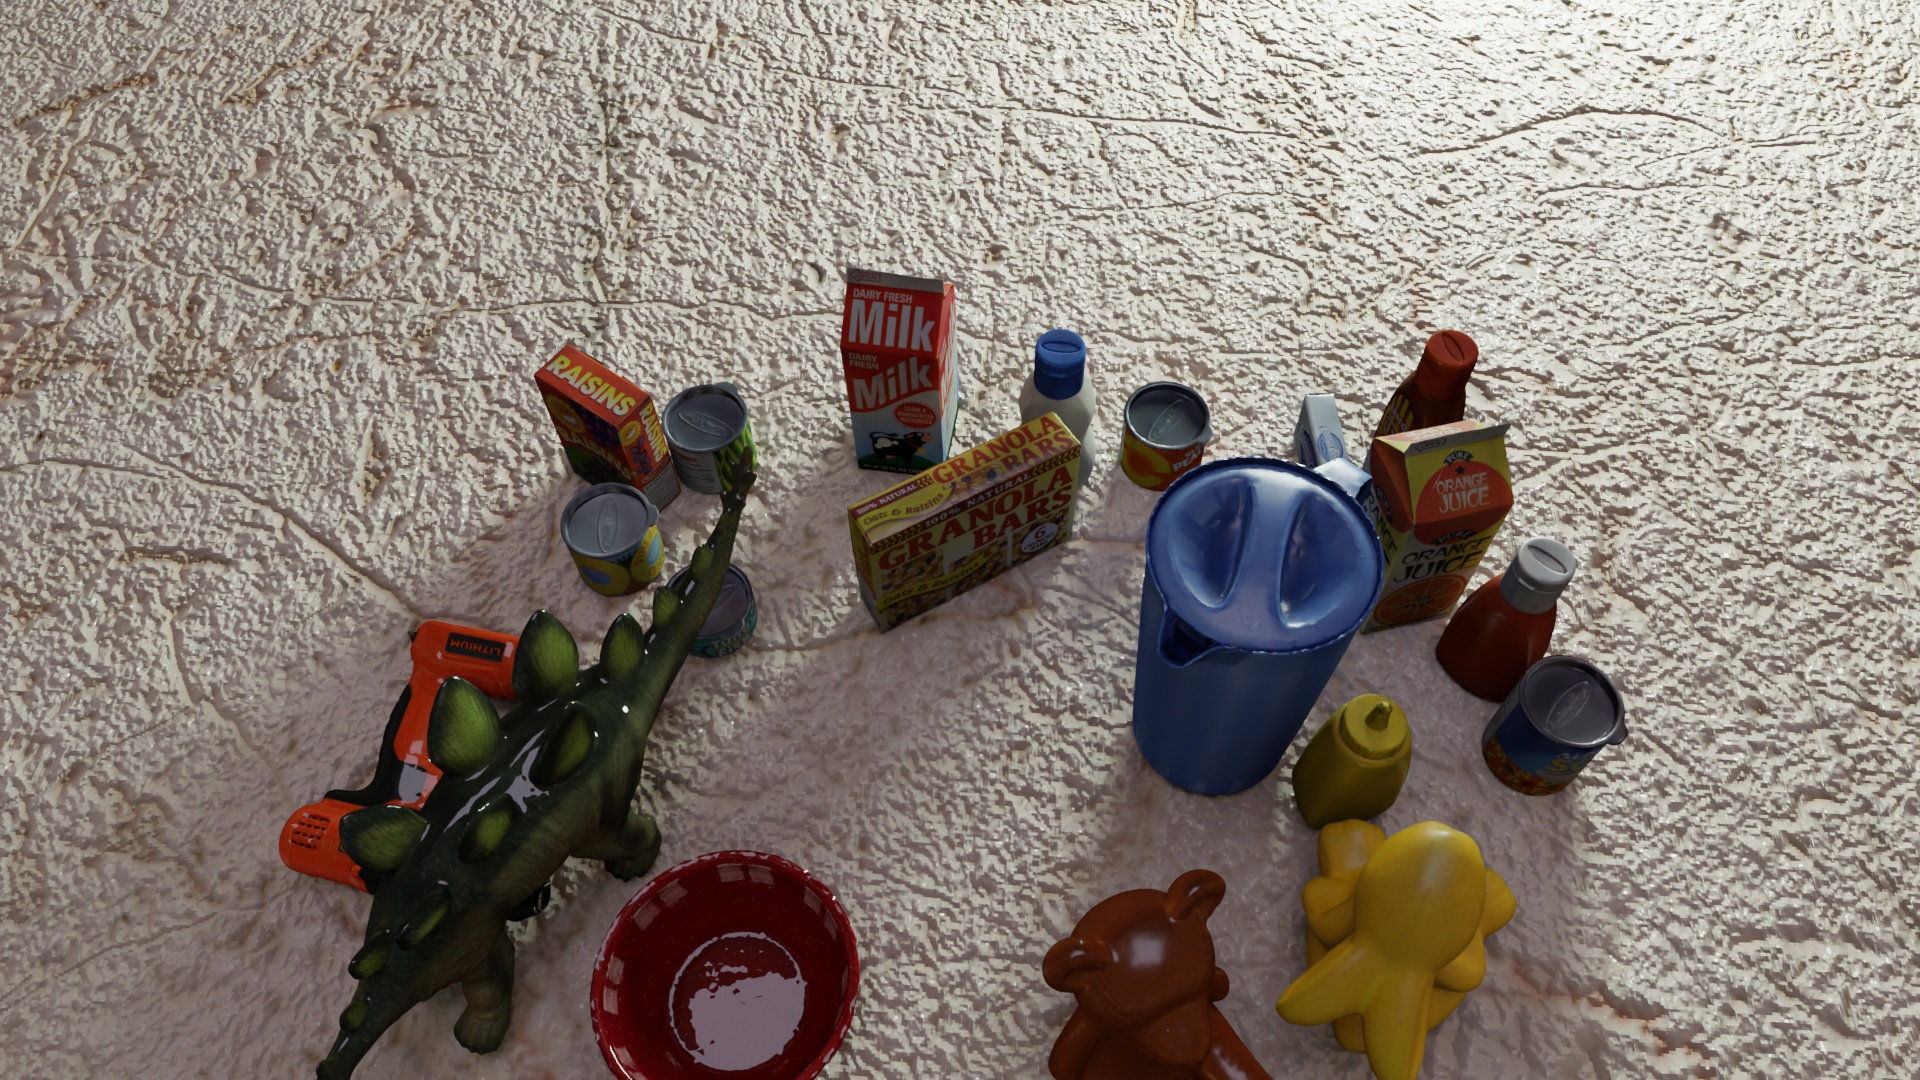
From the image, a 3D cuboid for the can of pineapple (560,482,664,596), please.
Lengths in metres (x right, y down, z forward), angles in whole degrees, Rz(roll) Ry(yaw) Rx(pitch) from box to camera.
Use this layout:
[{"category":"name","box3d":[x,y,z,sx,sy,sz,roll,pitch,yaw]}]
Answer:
[{"category":"can of pineapple","box3d":[-0.255,0.000,1.029,0.071,0.057,0.071,0,57,1]}]

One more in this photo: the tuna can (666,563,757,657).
[{"category":"tuna can","box3d":[-0.180,0.052,1.010,0.071,0.032,0.071,0,57,1]}]

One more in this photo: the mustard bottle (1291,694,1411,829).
[{"category":"mustard bottle","box3d":[0.252,0.135,0.876,0.065,0.159,0.049,-11,58,-6]}]

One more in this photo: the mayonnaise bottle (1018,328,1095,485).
[{"category":"mayonnaise bottle","box3d":[0.072,-0.097,1.034,0.065,0.147,0.041,6,58,5]}]

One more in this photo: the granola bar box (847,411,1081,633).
[{"category":"granola bar box","box3d":[0.004,-0.012,0.995,0.166,0.123,0.039,-26,61,-15]}]

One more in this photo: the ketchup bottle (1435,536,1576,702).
[{"category":"ketchup bottle","box3d":[0.369,0.052,0.934,0.044,0.148,0.065,-40,65,-22]}]

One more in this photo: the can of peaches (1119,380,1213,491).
[{"category":"can of peaches","box3d":[0.159,-0.079,1.075,0.071,0.057,0.071,0,57,1]}]

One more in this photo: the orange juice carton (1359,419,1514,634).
[{"category":"orange juice carton","box3d":[0.317,-0.017,0.954,0.072,0.191,0.073,-11,58,-6]}]

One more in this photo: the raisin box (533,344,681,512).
[{"category":"raisin box","box3d":[-0.262,-0.079,1.042,0.086,0.122,0.040,32,63,19]}]

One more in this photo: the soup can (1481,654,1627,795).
[{"category":"soup can","box3d":[0.394,0.126,0.925,0.071,0.083,0.072,0,57,1]}]

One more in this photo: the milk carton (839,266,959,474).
[{"category":"milk carton","box3d":[-0.043,-0.133,1.034,0.072,0.189,0.074,8,58,6]}]

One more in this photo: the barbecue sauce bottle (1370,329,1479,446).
[{"category":"barbecue sauce bottle","box3d":[0.345,-0.095,1.029,0.044,0.147,0.065,-14,58,-8]}]

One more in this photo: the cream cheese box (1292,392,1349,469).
[{"category":"cream cheese box","box3d":[0.278,-0.057,1.062,0.024,0.053,0.104,-3,57,-1]}]

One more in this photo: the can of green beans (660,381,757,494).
[{"category":"can of green beans","box3d":[-0.194,-0.078,1.079,0.071,0.057,0.071,0,57,1]}]
